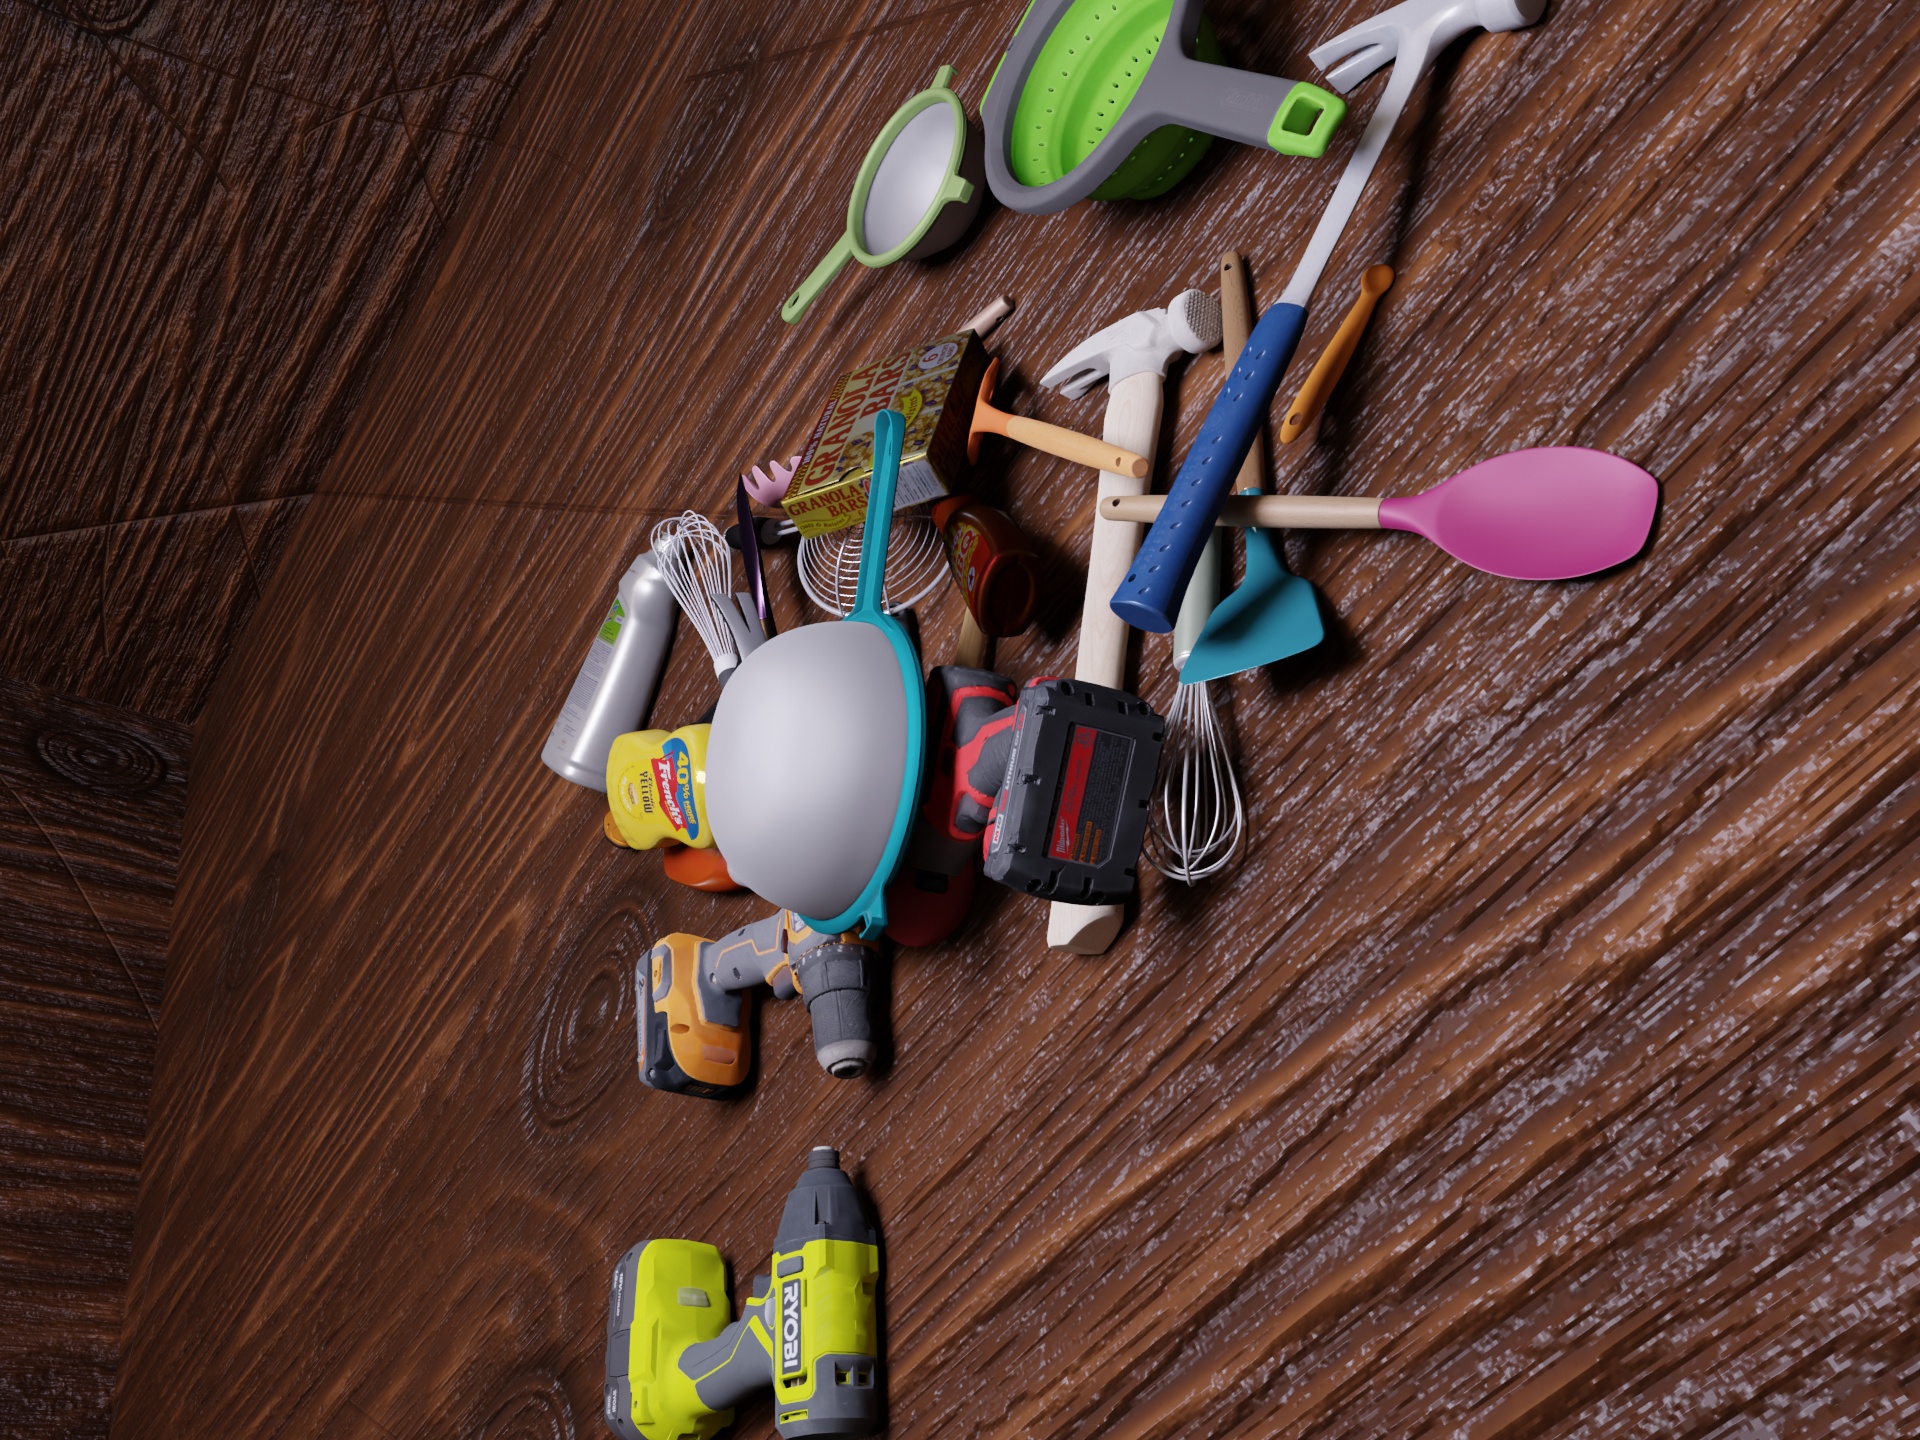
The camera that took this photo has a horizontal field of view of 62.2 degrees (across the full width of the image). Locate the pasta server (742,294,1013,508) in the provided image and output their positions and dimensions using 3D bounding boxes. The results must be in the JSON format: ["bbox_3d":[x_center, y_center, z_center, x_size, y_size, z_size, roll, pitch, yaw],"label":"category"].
[{"bbox_3d":[-0.071,-0.256,1.301,0.316,0.060,0.040,-33,75,38],"label":"pasta server"}]

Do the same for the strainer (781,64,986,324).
[{"bbox_3d":[-0.055,-0.405,1.327,0.256,0.069,0.152,-37,48,41],"label":"strainer"}]

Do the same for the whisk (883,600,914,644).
[{"bbox_3d":[-0.043,0.008,1.123,0.055,0.055,0.239,-38,40,38],"label":"whisk"}]

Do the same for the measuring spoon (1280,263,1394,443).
[{"bbox_3d":[0.208,-0.206,0.888,0.021,0.011,0.117,26,85,52],"label":"measuring spoon"}]

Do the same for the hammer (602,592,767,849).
[{"bbox_3d":[-0.237,0.023,1.342,0.337,0.034,0.127,-41,62,49],"label":"hammer"}]

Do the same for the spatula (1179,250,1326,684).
[{"bbox_3d":[0.163,-0.157,0.915,0.082,0.044,0.318,-17,56,30],"label":"spatula"}]

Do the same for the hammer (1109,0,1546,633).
[{"bbox_3d":[0.181,-0.232,0.871,0.144,0.035,0.405,11,72,57],"label":"hammer"}]

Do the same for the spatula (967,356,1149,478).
[{"bbox_3d":[0.054,-0.186,1.031,0.323,0.041,0.081,-139,60,-64],"label":"spatula"}]

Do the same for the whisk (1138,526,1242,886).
[{"bbox_3d":[0.132,-0.024,0.894,0.058,0.059,0.246,-1,63,16],"label":"whisk"}]

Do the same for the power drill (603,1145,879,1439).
[{"bbox_3d":[-0.138,0.385,1.037,0.223,0.080,0.171,-31,50,38],"label":"power drill"}]

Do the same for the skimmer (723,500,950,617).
[{"bbox_3d":[-0.116,-0.140,1.307,0.127,0.090,0.363,-55,21,-12],"label":"skimmer"}]

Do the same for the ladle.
[{"bbox_3d":[-0.002,-0.003,1.069,0.031,0.069,0.316,118,165,-67],"label":"ladle"}]

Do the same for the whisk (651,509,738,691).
[{"bbox_3d":[-0.206,-0.070,1.364,0.070,0.070,0.285,-45,53,33],"label":"whisk"}]

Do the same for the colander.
[{"bbox_3d":[0.145,-0.385,1.007,0.204,0.094,0.398,-61,33,14],"label":"colander"}]

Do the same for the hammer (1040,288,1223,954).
[{"bbox_3d":[0.085,-0.061,0.983,0.146,0.038,0.411,-16,61,52],"label":"hammer"}]

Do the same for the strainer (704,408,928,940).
[{"bbox_3d":[-0.099,-0.036,1.011,0.211,0.095,0.340,7,89,62],"label":"strainer"}]

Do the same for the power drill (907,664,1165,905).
[{"bbox_3d":[0.025,0.041,0.923,0.220,0.078,0.143,-174,97,-68],"label":"power drill"}]

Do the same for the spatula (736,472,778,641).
[{"bbox_3d":[-0.152,-0.055,1.275,0.059,0.018,0.316,115,145,-62],"label":"spatula"}]

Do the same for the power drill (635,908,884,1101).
[{"bbox_3d":[-0.138,0.196,1.131,0.226,0.084,0.186,-38,46,32],"label":"power drill"}]

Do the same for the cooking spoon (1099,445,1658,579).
[{"bbox_3d":[0.197,-0.107,0.820,0.319,0.017,0.069,9,76,44],"label":"cooking spoon"}]
